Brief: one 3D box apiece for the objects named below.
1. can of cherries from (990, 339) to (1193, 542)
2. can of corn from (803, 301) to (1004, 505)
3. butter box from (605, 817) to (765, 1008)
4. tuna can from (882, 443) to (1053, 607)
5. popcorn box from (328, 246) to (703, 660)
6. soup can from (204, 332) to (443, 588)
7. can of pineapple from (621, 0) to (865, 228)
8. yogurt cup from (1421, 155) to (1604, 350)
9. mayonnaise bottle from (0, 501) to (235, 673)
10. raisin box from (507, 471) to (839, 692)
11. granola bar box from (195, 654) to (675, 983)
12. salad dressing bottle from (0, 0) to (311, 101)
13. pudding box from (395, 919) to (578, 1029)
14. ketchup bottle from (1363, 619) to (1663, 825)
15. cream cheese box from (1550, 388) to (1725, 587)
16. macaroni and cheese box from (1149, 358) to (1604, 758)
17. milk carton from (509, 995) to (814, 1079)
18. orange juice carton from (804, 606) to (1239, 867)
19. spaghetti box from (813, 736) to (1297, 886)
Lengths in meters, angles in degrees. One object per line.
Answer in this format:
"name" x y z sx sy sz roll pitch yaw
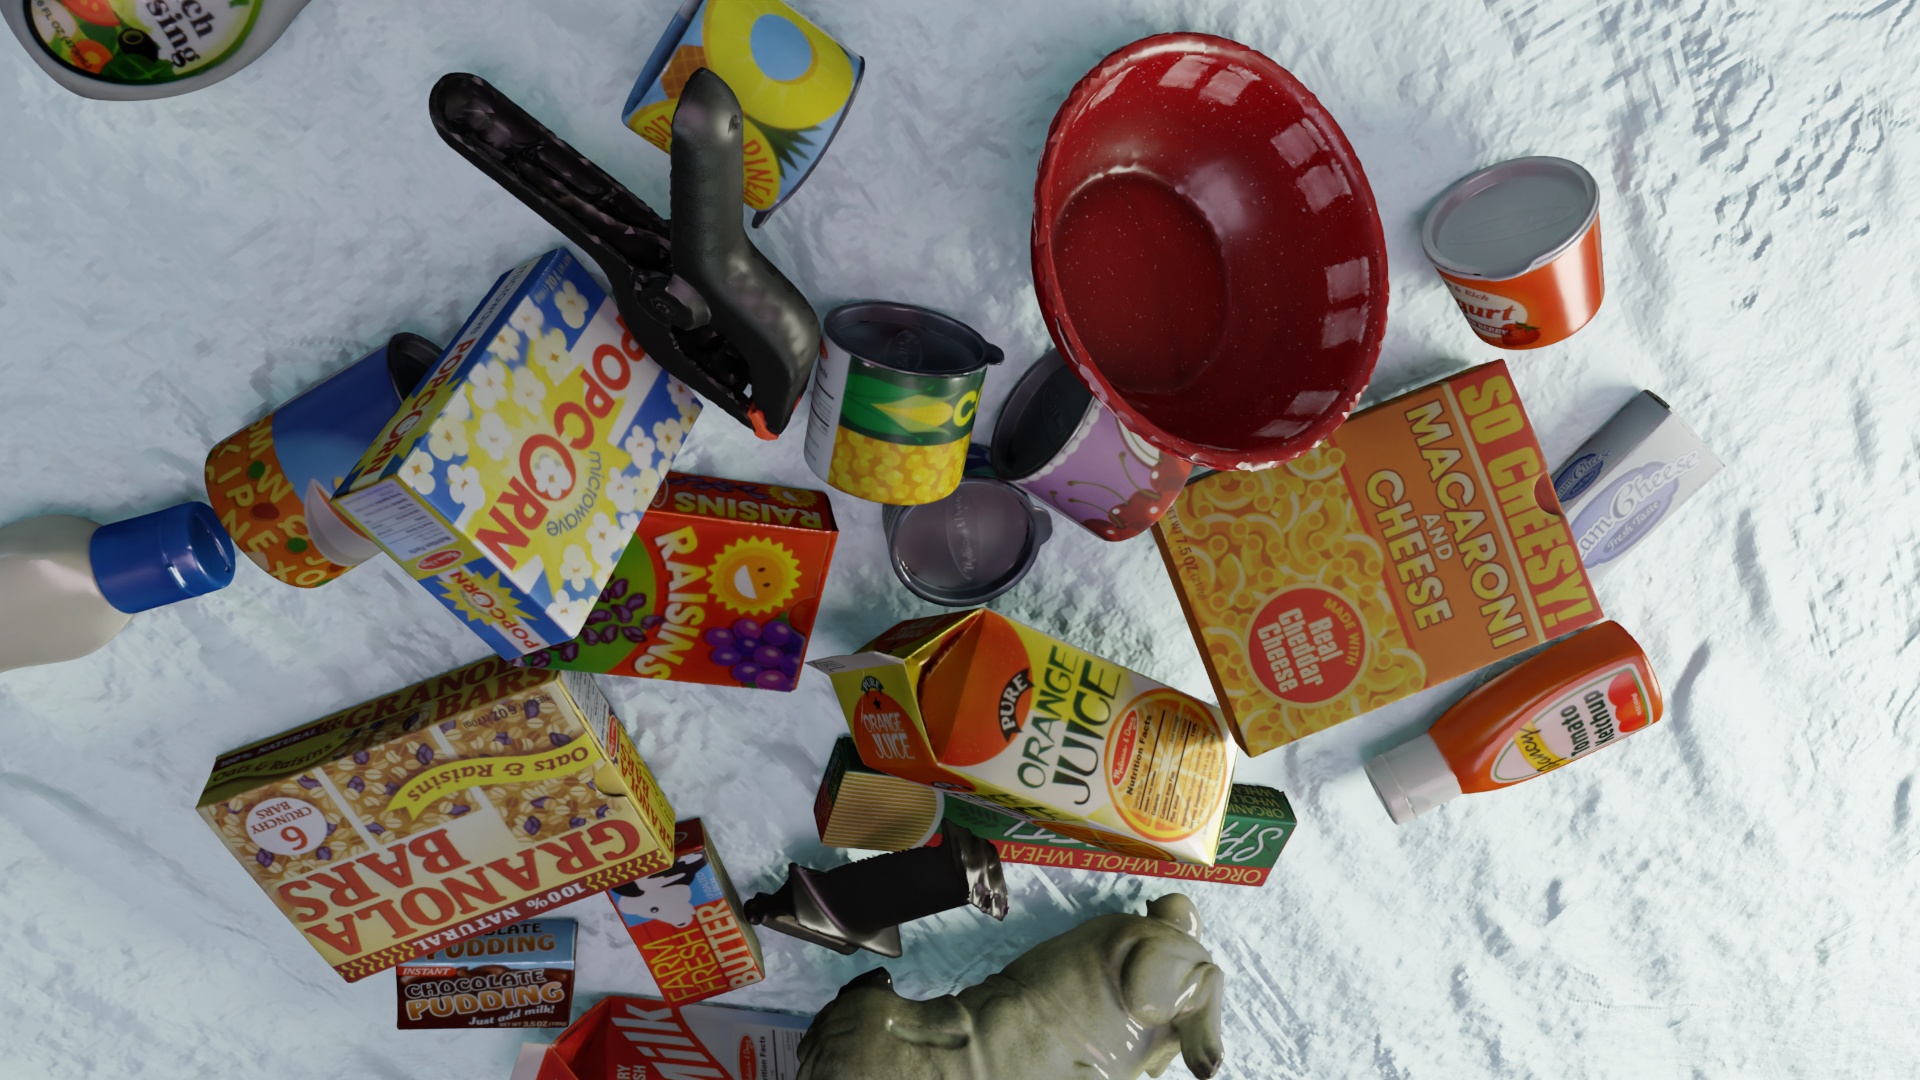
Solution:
"can of cherries" 0.057 -0.042 0.574 0.058 0.072 0.071 31 110 -27
"can of corn" -0.023 -0.054 0.549 0.071 0.071 0.058 5 121 -15
"butter box" -0.139 0.190 0.700 0.053 0.024 0.103 -17 123 -2
"tuna can" 0.002 -0.008 0.604 0.071 0.033 0.070 -6 122 -9
"popcorn box" -0.152 -0.034 0.500 0.038 0.127 0.085 -14 129 32
"soup can" -0.224 -0.027 0.521 0.084 0.071 0.071 -29 123 7
"can of pineapple" -0.075 -0.153 0.476 0.058 0.071 0.070 30 111 -25
"yogurt cup" 0.230 -0.116 0.570 0.072 0.073 0.053 -32 130 8
"mayonnaise bottle" -0.363 0.021 0.538 0.148 0.041 0.064 -16 125 -4
"raisin box" -0.122 0.015 0.587 0.123 0.040 0.085 7 118 -17
"granola bar box" -0.231 0.124 0.631 0.165 0.039 0.123 -20 123 1
"salad dressing bottle" -0.222 -0.189 0.437 0.148 0.044 0.064 -23 124 2
"pudding box" -0.235 0.215 0.691 0.084 0.030 0.049 5 119 -15
"ketchup bottle" 0.286 0.100 0.726 0.149 0.044 0.064 -28 123 6
"cream cheese box" 0.311 -0.017 0.670 0.053 0.024 0.103 33 110 -27
"macaroni and cheese box" 0.180 0.008 0.615 0.166 0.040 0.123 -22 92 1
"milk carton" -0.143 0.298 0.736 0.191 0.074 0.072 14 118 -19
"orange juice carton" 0.028 0.084 0.626 0.192 0.071 0.073 24 72 -24
"spaghetti box" 0.053 0.140 0.709 0.250 0.029 0.050 10 120 -17
